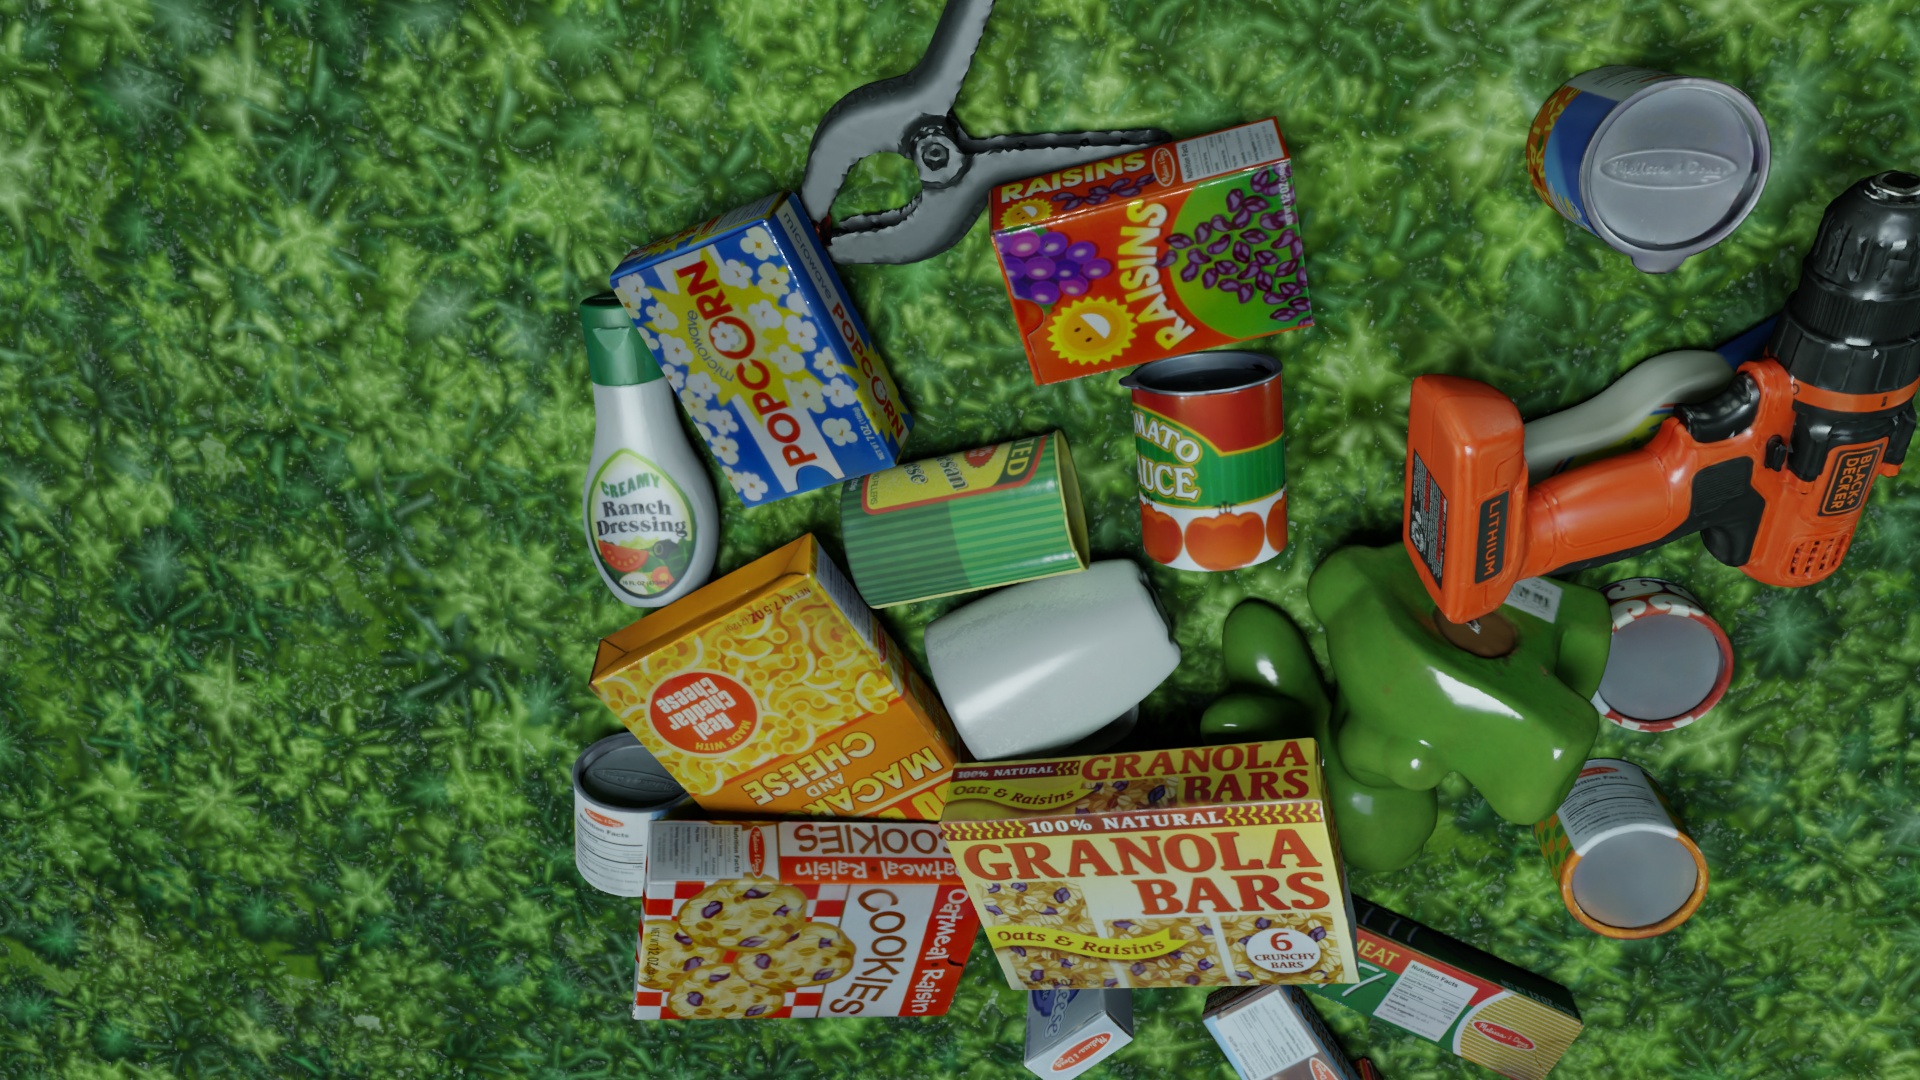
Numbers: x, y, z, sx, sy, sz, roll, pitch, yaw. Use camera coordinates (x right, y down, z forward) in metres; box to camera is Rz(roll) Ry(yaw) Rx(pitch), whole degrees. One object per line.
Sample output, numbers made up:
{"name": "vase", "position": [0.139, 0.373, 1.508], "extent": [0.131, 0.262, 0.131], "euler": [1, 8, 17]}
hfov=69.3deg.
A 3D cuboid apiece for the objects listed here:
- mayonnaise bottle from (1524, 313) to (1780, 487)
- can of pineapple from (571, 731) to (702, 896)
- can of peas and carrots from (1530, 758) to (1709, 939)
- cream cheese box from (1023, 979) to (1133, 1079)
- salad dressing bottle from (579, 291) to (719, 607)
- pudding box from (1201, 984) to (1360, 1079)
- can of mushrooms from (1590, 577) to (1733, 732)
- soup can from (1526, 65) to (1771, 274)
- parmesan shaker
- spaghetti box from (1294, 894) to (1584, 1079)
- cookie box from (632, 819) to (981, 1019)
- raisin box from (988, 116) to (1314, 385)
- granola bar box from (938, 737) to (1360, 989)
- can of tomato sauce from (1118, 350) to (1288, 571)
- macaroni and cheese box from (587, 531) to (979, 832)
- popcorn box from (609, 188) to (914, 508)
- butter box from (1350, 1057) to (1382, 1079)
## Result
{"name": "mayonnaise bottle", "position": [0.303, -0.047, 0.605], "extent": [0.148, 0.041, 0.064], "euler": [-33, 112, 18]}
{"name": "can of pineapple", "position": [-0.166, 0.141, 0.723], "extent": [0.071, 0.071, 0.057], "euler": [9, 118, 3]}
{"name": "can of peas and carrots", "position": [0.318, 0.151, 0.672], "extent": [0.071, 0.059, 0.070], "euler": [3, 112, 7]}
{"name": "cream cheese box", "position": [0.060, 0.222, 0.707], "extent": [0.053, 0.104, 0.024], "euler": [-40, 106, 20]}
{"name": "salad dressing bottle", "position": [-0.152, -0.043, 0.662], "extent": [0.064, 0.044, 0.147], "euler": [-1, 111, 7]}
{"name": "pudding box", "position": [0.172, 0.274, 0.741], "extent": [0.049, 0.030, 0.084], "euler": [-35, 85, 17]}
{"name": "can of mushrooms", "position": [0.323, 0.053, 0.647], "extent": [0.071, 0.033, 0.070], "euler": [2, 111, 7]}
{"name": "soup can", "position": [0.266, -0.148, 0.548], "extent": [0.071, 0.084, 0.071], "euler": [3, 112, 7]}
{"name": "parmesan shaker", "position": [0.002, -0.008, 0.642], "extent": [0.103, 0.071, 0.071], "euler": [-11, 110, 11]}
{"name": "spaghetti box", "position": [0.200, 0.213, 0.727], "extent": [0.250, 0.029, 0.050], "euler": [24, 112, -3]}
{"name": "cookie box", "position": [-0.077, 0.196, 0.707], "extent": [0.168, 0.040, 0.122], "euler": [4, 131, -13]}
{"name": "raisin box", "position": [0.081, -0.120, 0.590], "extent": [0.123, 0.040, 0.085], "euler": [-11, 136, 11]}
{"name": "granola bar box", "position": [0.088, 0.150, 0.629], "extent": [0.165, 0.039, 0.123], "euler": [-7, 125, 19]}
{"name": "can of tomato sauce", "position": [0.110, -0.036, 0.620], "extent": [0.071, 0.071, 0.082], "euler": [-4, 111, 9]}
{"name": "macaroni and cheese box", "position": [-0.080, 0.090, 0.686], "extent": [0.123, 0.040, 0.166], "euler": [-26, 121, 13]}
{"name": "popcorn box", "position": [-0.087, -0.083, 0.623], "extent": [0.085, 0.038, 0.126], "euler": [-15, 119, 24]}
{"name": "butter box", "position": [0.197, 0.333, 0.777], "extent": [0.103, 0.024, 0.053], "euler": [-32, 105, 18]}
